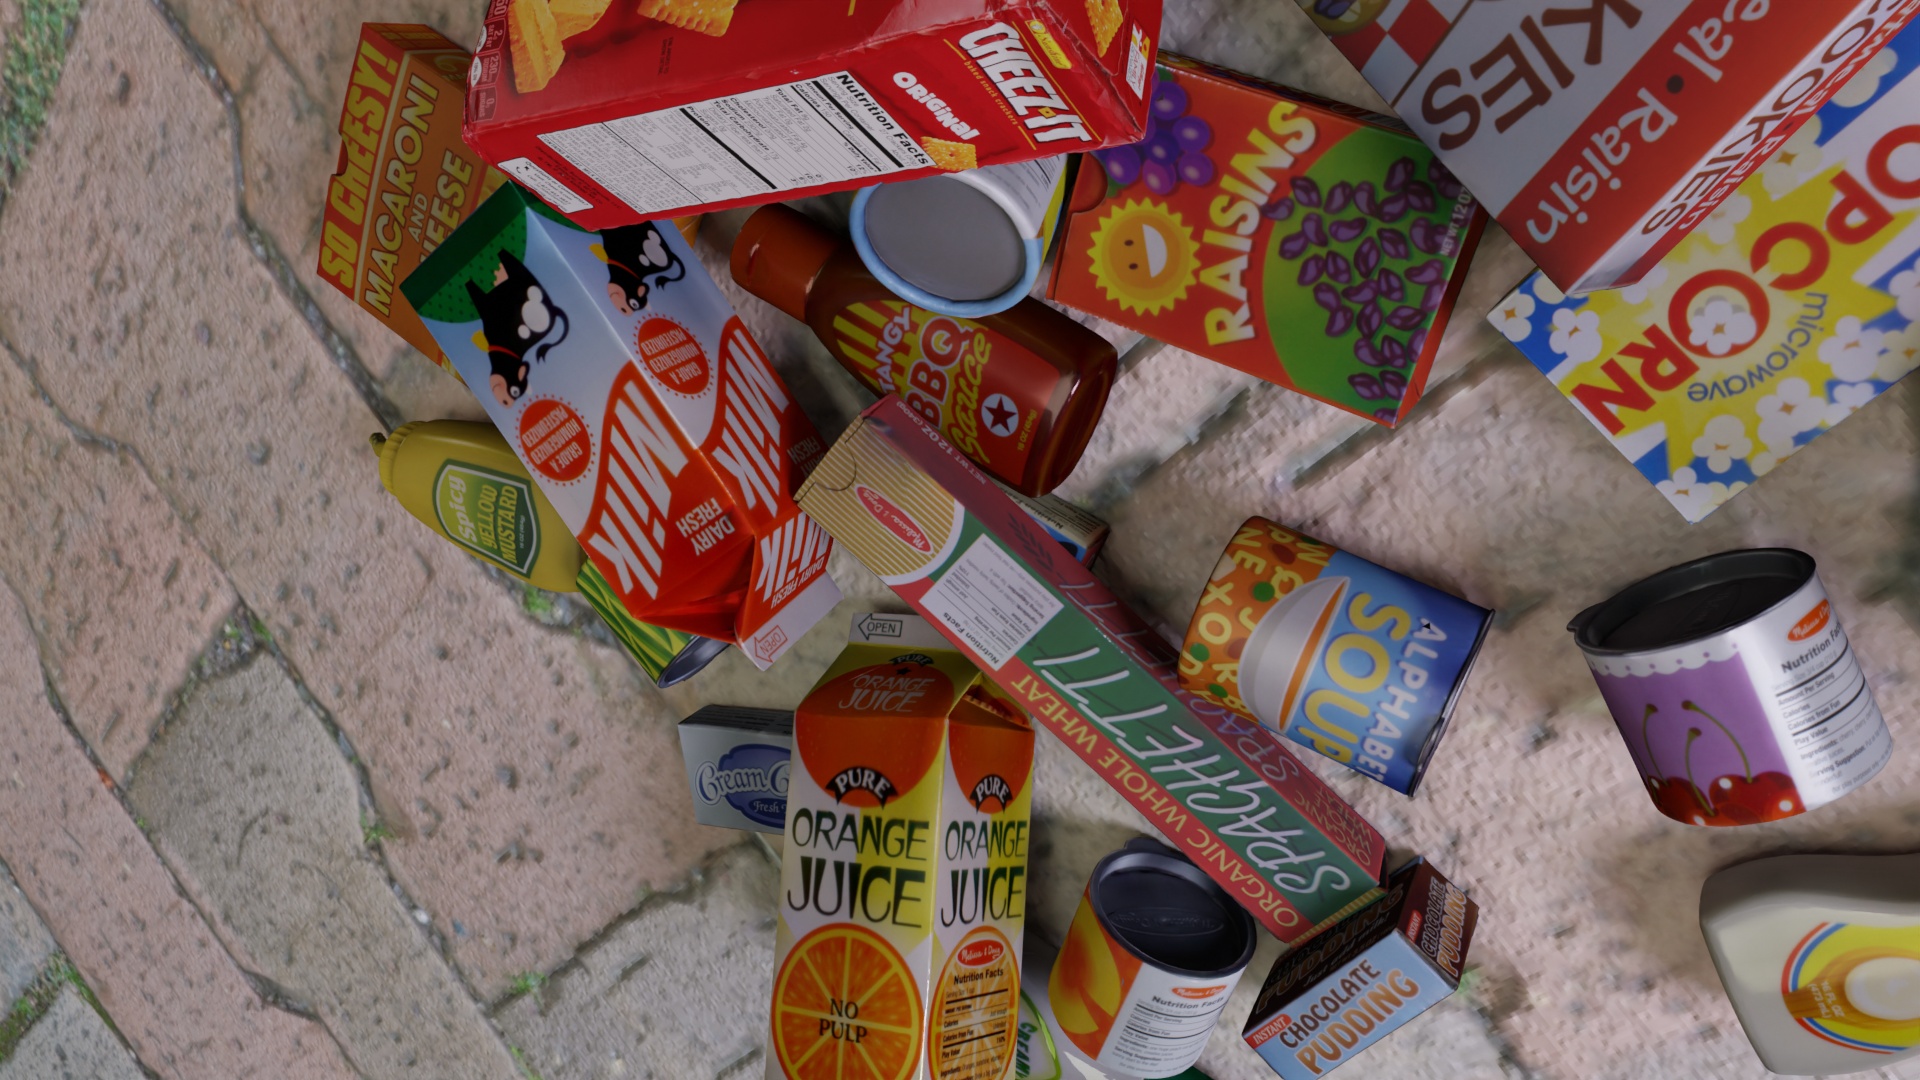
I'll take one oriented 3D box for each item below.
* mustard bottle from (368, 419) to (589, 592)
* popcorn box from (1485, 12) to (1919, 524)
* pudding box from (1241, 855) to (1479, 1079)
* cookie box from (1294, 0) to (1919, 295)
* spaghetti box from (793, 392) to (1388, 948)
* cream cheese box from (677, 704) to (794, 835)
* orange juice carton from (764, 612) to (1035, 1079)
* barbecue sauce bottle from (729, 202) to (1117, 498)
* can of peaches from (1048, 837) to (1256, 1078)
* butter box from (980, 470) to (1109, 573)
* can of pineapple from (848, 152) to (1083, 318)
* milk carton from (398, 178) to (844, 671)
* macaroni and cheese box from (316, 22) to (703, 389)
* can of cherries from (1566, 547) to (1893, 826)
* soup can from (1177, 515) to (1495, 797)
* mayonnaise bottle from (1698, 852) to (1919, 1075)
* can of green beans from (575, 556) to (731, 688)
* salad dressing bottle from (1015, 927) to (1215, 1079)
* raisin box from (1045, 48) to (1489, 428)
[{"bbox_3d":[-0.222,-0.024,0.649,0.160,0.049,0.065,17,114,24],"label":"mustard bottle"},{"bbox_3d":[0.222,-0.076,0.377,0.085,0.038,0.126,48,124,7],"label":"popcorn box"},{"bbox_3d":[0.144,0.156,0.501,0.030,0.050,0.083,45,124,7],"label":"pudding box"},{"bbox_3d":[0.148,-0.164,0.346,0.168,0.040,0.122,57,142,20],"label":"cookie box"},{"bbox_3d":[0.048,0.049,0.505,0.250,0.029,0.050,42,123,-2],"label":"spaghetti box"},{"bbox_3d":[-0.078,0.105,0.627,0.104,0.024,0.053,0,106,31],"label":"cream cheese box"},{"bbox_3d":[-0.021,0.124,0.547,0.072,0.073,0.193,-2,79,31],"label":"orange juice carton"},{"bbox_3d":[-0.017,-0.077,0.514,0.149,0.044,0.064,32,127,17],"label":"barbecue sauce bottle"},{"bbox_3d":[0.072,0.161,0.536,0.071,0.071,0.057,28,120,19],"label":"can of peaches"},{"bbox_3d":[0.002,-0.007,0.540,0.103,0.024,0.053,32,120,16],"label":"butter box"},{"bbox_3d":[0.002,-0.116,0.465,0.071,0.058,0.070,14,145,10],"label":"can of pineapple"},{"bbox_3d":[-0.113,-0.042,0.525,0.073,0.073,0.190,-31,97,31],"label":"milk carton"},{"bbox_3d":[-0.201,-0.130,0.603,0.166,0.040,0.123,35,120,15],"label":"macaroni and cheese box"},{"bbox_3d":[0.222,0.042,0.406,0.071,0.072,0.058,-24,96,34],"label":"can of cherries"},{"bbox_3d":[0.122,0.037,0.457,0.084,0.071,0.071,24,118,21],"label":"soup can"},{"bbox_3d":[0.300,0.114,0.399,0.147,0.041,0.064,-24,93,35],"label":"mayonnaise bottle"},{"bbox_3d":[-0.121,0.020,0.596,0.058,0.071,0.071,49,124,7],"label":"can of green beans"},{"bbox_3d":[0.044,0.208,0.581,0.148,0.044,0.064,27,118,19],"label":"salad dressing bottle"},{"bbox_3d":[0.097,-0.098,0.442,0.123,0.040,0.085,25,119,21],"label":"raisin box"}]
